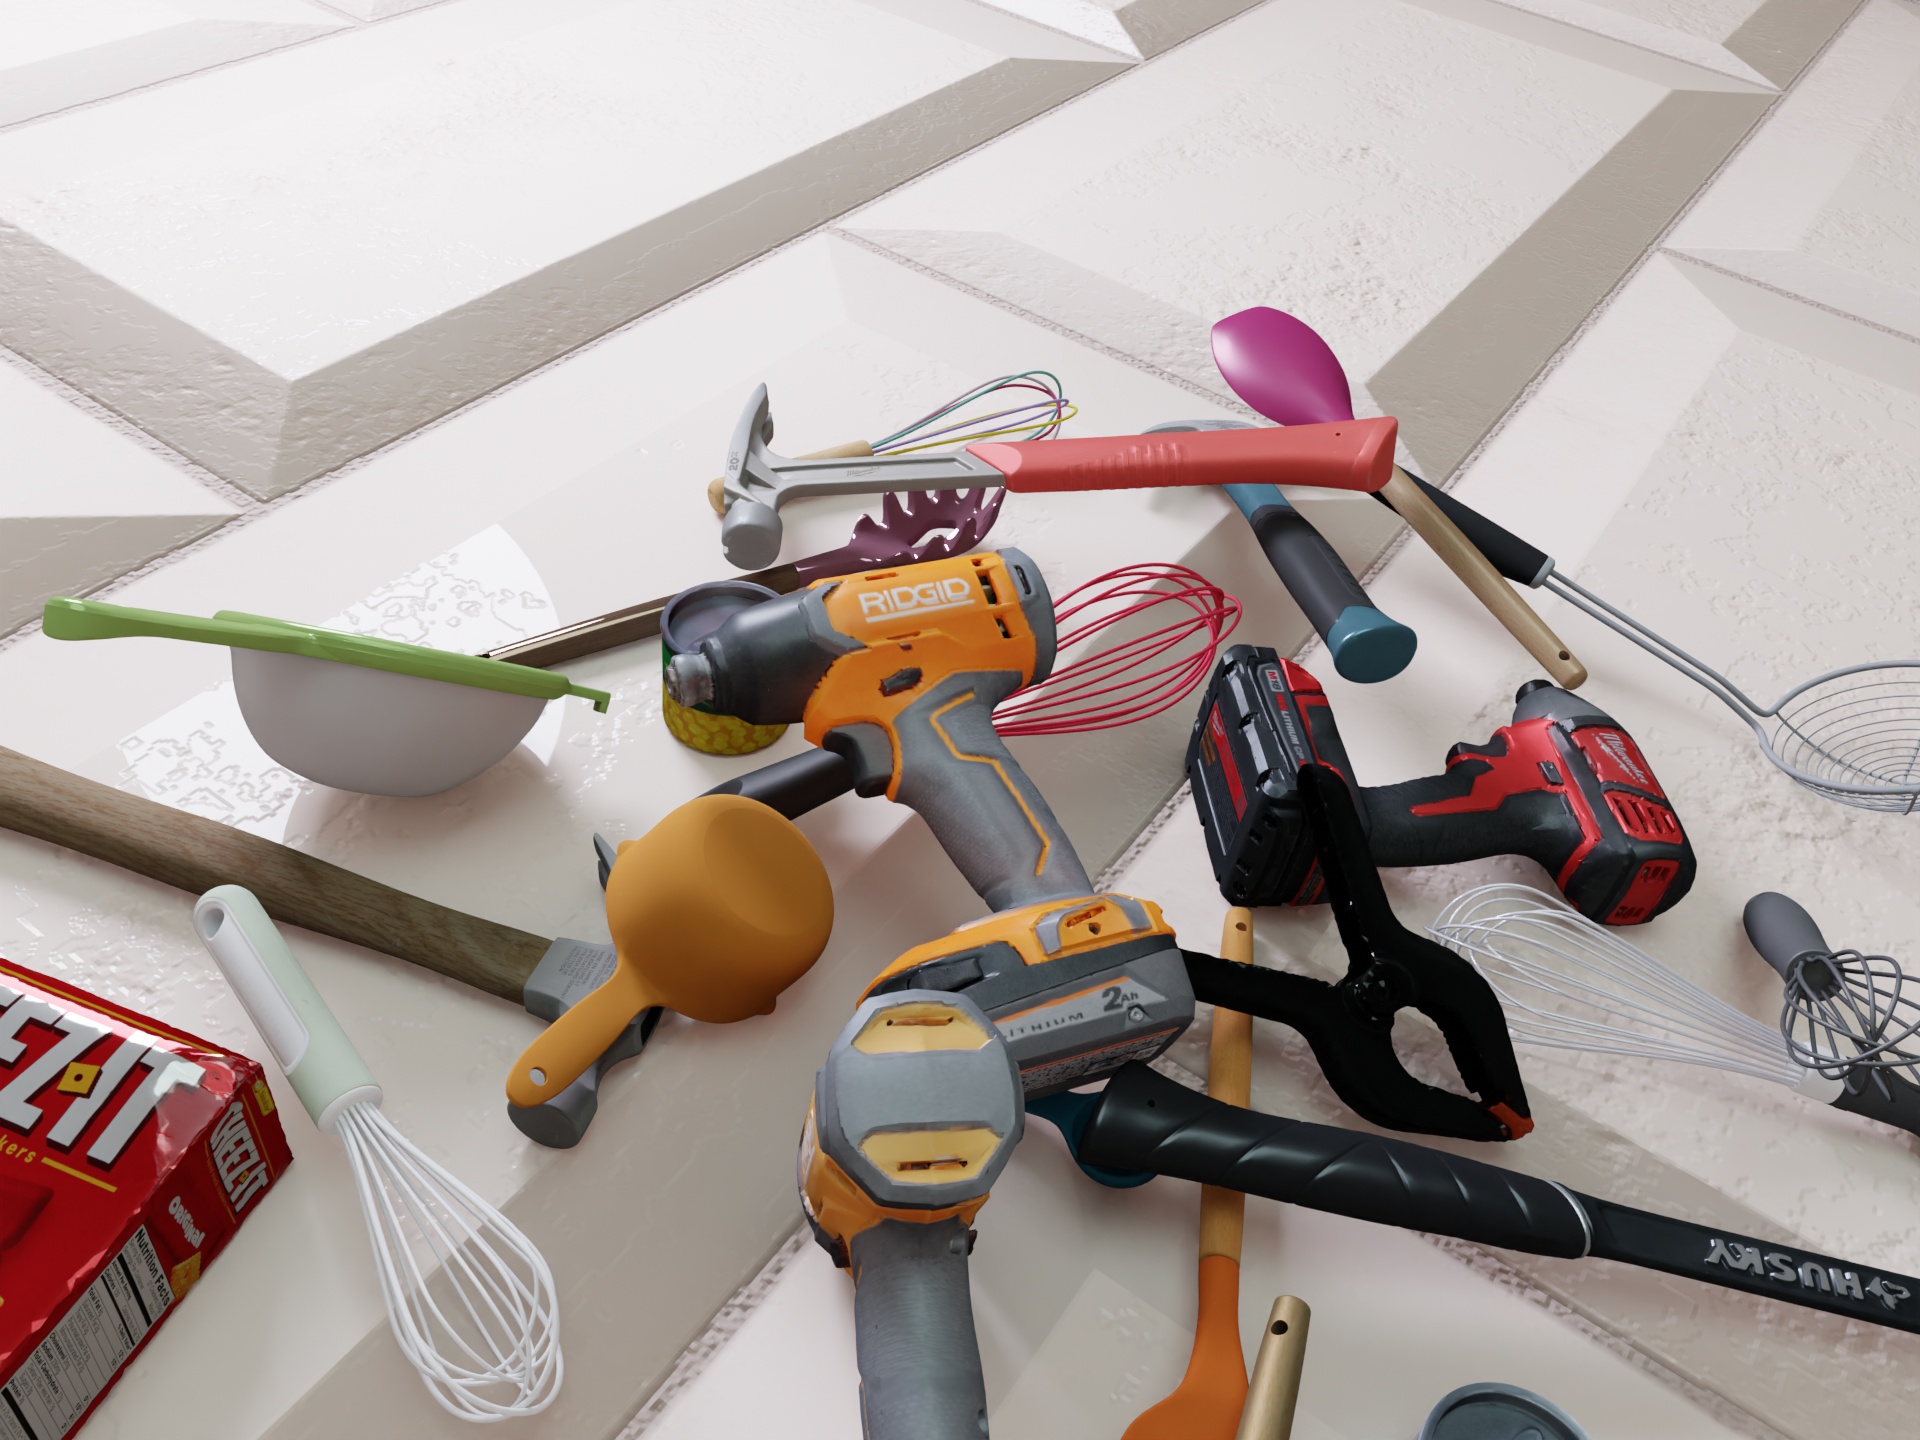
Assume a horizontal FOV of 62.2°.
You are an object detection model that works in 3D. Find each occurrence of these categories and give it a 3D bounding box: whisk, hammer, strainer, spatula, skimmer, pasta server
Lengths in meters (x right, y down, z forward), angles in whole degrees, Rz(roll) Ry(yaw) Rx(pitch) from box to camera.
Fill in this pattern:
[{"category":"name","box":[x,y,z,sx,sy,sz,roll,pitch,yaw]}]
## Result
[{"category":"whisk","box":[0.336,0.139,0.685,0.284,0.070,0.070,20,43,4]},{"category":"hammer","box":[0.052,-0.144,0.866,0.359,0.036,0.149,-3,41,4]},{"category":"hammer","box":[0.243,0.196,0.594,0.409,0.036,0.149,13,44,-2]},{"category":"strainer","box":[-0.268,-0.005,0.649,0.151,0.069,0.256,10,0,17]},{"category":"spatula","box":[0.097,0.193,0.608,0.081,0.041,0.323,14,39,2]},{"category":"whisk","box":[0.357,0.103,0.661,0.055,0.055,0.239,22,12,14]},{"category":"skimmer","box":[0.382,-0.068,0.857,0.363,0.090,0.127,35,48,13]},{"category":"hammer","box":[0.178,-0.105,0.874,0.128,0.033,0.331,2,27,-7]},{"category":"hammer","box":[-0.278,0.069,0.669,0.331,0.031,0.130,17,43,9]},{"category":"whisk","box":[-0.035,-0.164,0.955,0.245,0.051,0.047,-19,55,-23]},{"category":"whisk","box":[-0.215,0.146,0.569,0.247,0.058,0.059,44,11,27]},{"category":"whisk","box":[-0.001,-0.002,0.741,0.296,0.073,0.073,-23,50,-9]},{"category":"pasta server","box":[-0.113,-0.076,0.849,0.316,0.040,0.060,-20,44,-26]}]

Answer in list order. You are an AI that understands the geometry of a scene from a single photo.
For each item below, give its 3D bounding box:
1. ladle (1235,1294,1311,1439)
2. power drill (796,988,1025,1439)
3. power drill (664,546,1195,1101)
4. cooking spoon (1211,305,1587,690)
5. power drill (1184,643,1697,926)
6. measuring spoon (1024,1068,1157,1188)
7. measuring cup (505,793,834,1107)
[{"category":"ladle","box":[0.064,0.308,0.440,0.078,0.062,0.320,-9,33,32]},{"category":"power drill","box":[-0.016,0.215,0.482,0.084,0.185,0.226,-1,62,-10]},{"category":"power drill","box":[-0.017,0.039,0.634,0.164,0.084,0.227,-11,63,-19]},{"category":"cooking spoon","box":[0.239,-0.134,0.882,0.069,0.017,0.319,-24,58,-12]},{"category":"power drill","box":[0.229,0.028,0.770,0.219,0.078,0.143,4,43,-10]},{"category":"measuring spoon","box":[0.025,0.155,0.644,0.129,0.021,0.042,19,44,24]},{"category":"measuring cup","box":[-0.110,0.089,0.615,0.095,0.052,0.174,49,31,-2]}]
